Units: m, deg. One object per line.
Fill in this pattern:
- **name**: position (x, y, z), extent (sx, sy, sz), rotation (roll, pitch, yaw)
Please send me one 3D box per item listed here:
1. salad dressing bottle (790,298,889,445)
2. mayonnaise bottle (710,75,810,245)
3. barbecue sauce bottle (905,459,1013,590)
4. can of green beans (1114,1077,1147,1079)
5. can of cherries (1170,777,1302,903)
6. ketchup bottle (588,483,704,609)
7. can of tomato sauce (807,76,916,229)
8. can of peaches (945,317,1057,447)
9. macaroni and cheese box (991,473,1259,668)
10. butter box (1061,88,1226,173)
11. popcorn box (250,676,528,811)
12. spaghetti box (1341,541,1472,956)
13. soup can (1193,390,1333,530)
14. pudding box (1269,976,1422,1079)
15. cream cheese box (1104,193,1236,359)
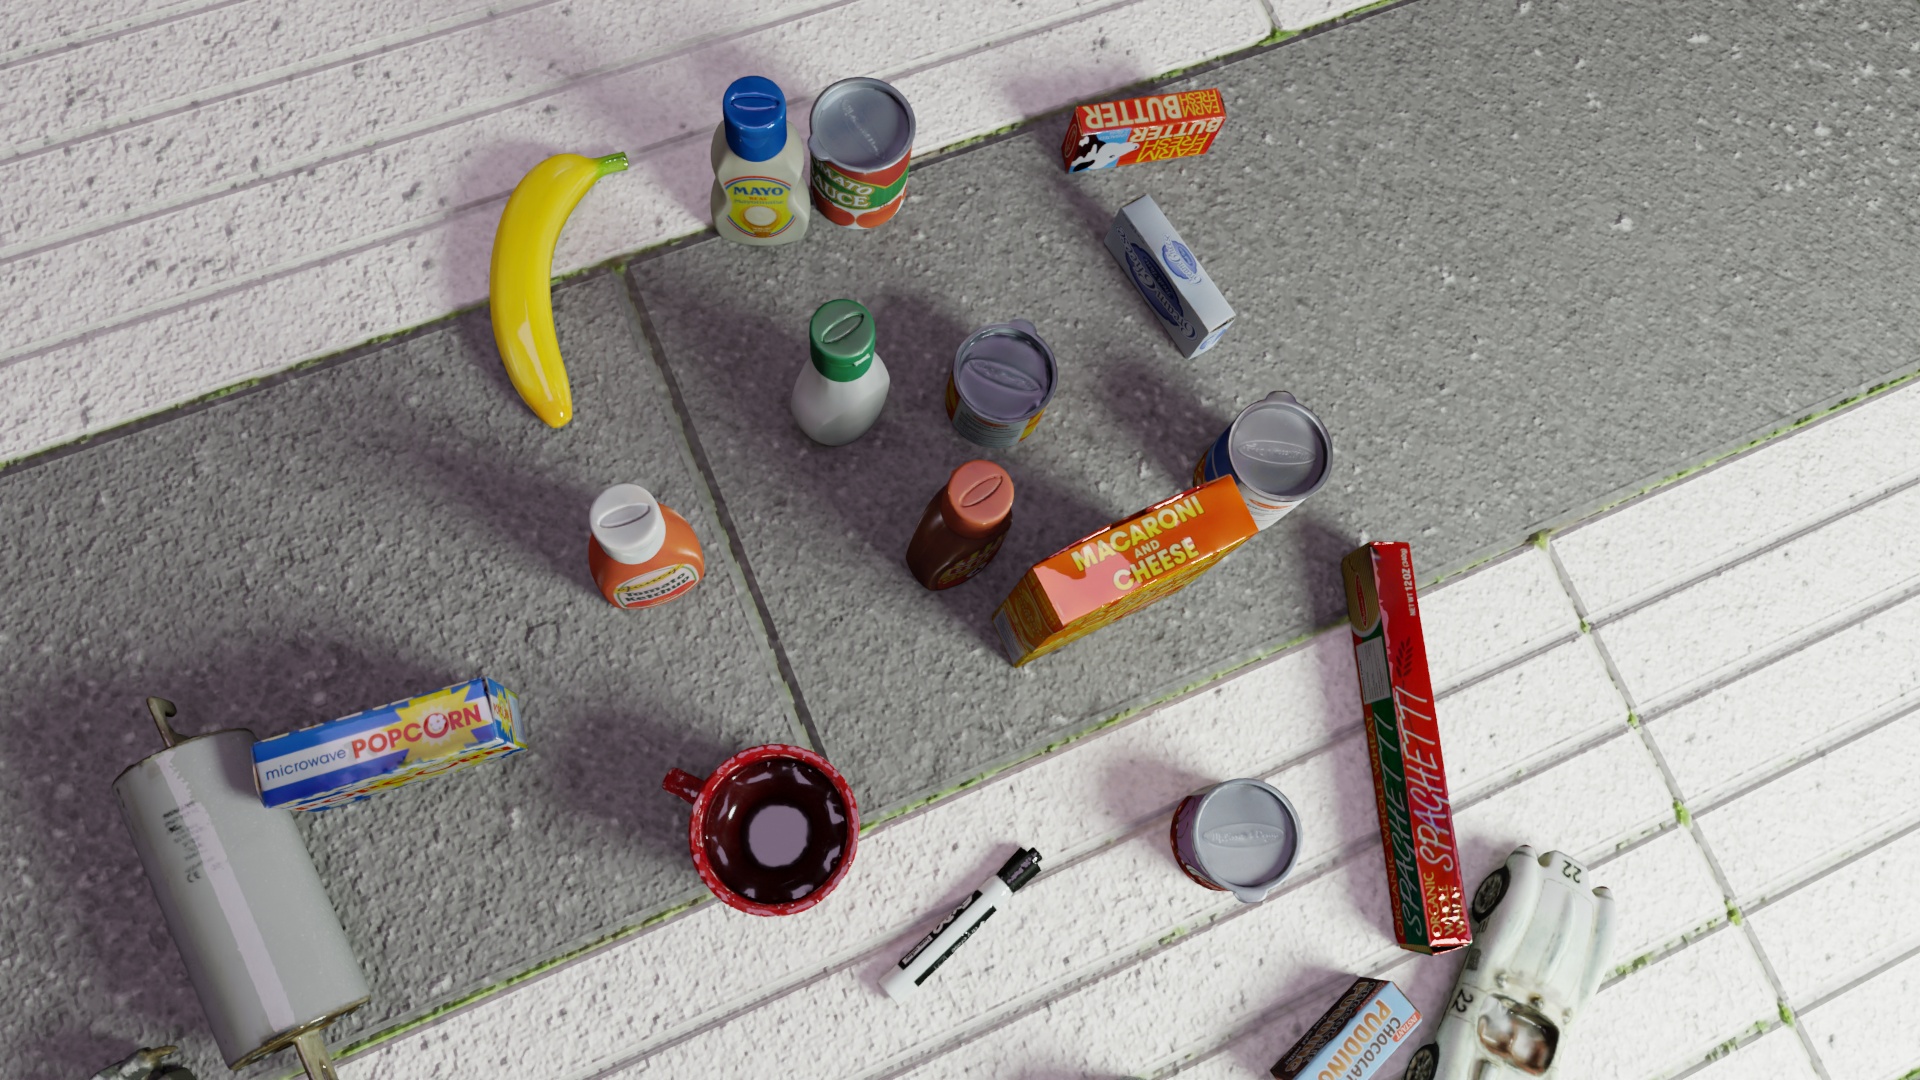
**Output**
- **salad dressing bottle**: position (-0.071, -0.100, 0.831), extent (0.064, 0.147, 0.044), rotation (-35, 83, -13)
- **mayonnaise bottle**: position (-0.125, -0.231, 0.858), extent (0.065, 0.147, 0.041), rotation (0, 77, -6)
- **barbecue sauce bottle**: position (0.003, -0.010, 0.817), extent (0.065, 0.148, 0.044), rotation (-34, 82, -13)
- **can of green beans**: position (0.103, 0.343, 0.787), extent (0.071, 0.057, 0.071), rotation (1, 76, -6)
- **can of cherries**: position (0.164, 0.180, 0.834), extent (0.071, 0.058, 0.071), rotation (1, 76, -6)
- **ketchup bottle**: position (-0.183, 0.003, 0.793), extent (0.065, 0.148, 0.043), rotation (-20, 80, -10)
- **can of tomato sauce**: position (-0.066, -0.248, 0.902), extent (0.071, 0.083, 0.071), rotation (1, 76, -6)
- **can of peaches**: position (0.026, -0.100, 0.889), extent (0.071, 0.058, 0.071), rotation (1, 76, -6)
- **macaroni and cheese box**: position (0.089, 0.022, 0.809), extent (0.124, 0.166, 0.040), rotation (-25, 80, -11)
- **butter box**: position (0.124, -0.279, 0.947), extent (0.104, 0.053, 0.024), rotation (-10, 78, -9)
- **popcorn box**: position (-0.317, 0.116, 0.782), extent (0.127, 0.085, 0.038), rotation (-16, 79, -10)
- **spaghetti box**: position (0.275, 0.126, 0.864), extent (0.029, 0.050, 0.250), rotation (-3, 76, -7)
- **soup can**: position (0.190, -0.048, 0.881), extent (0.071, 0.083, 0.071), rotation (1, 76, -6)
- **pudding box**: position (0.227, 0.297, 0.816), extent (0.084, 0.049, 0.030), rotation (-40, 84, -14)
- **cream cheese box**: position (0.138, -0.174, 0.922), extent (0.024, 0.053, 0.104), rotation (-32, 82, -12)
